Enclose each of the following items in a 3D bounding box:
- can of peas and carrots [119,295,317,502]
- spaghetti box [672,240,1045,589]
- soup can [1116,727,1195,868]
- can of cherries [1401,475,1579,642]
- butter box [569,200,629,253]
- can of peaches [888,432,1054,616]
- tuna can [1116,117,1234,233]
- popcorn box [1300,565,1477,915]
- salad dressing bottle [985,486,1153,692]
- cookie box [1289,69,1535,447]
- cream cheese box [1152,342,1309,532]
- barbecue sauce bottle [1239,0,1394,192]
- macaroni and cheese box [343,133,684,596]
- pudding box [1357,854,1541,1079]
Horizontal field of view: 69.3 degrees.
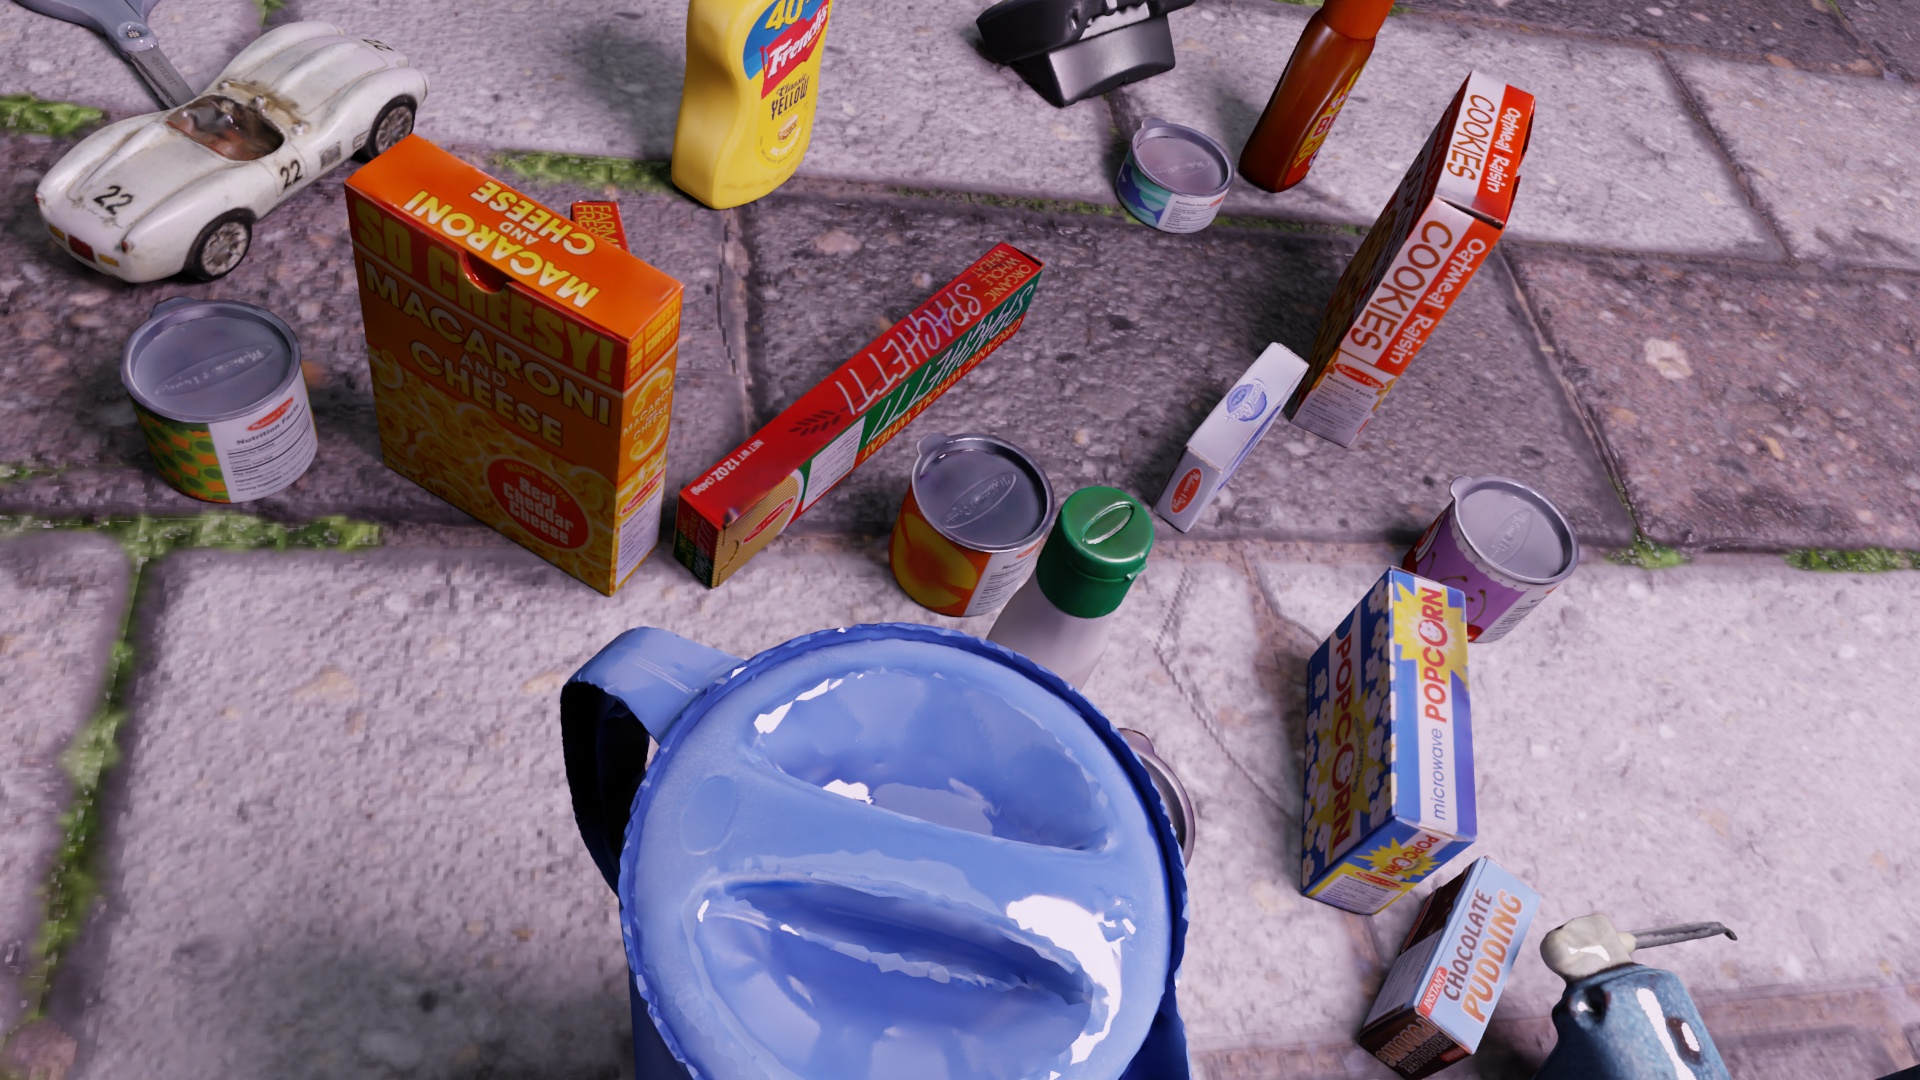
[{"bbox_3d":[-0.313,-0.060,0.587,0.071,0.058,0.071,8,53,-11],"label":"can of peas and carrots"},{"bbox_3d":[-0.043,-0.069,0.678,0.029,0.050,0.251,37,54,12],"label":"spaghetti box"},{"bbox_3d":[0.047,0.122,0.544,0.071,0.083,0.072,8,53,-11],"label":"soup can"},{"bbox_3d":[0.266,0.008,0.706,0.071,0.058,0.072,8,53,-11],"label":"can of cherries"},{"bbox_3d":[-0.169,-0.110,0.669,0.024,0.052,0.104,-7,57,-20],"label":"butter box"},{"bbox_3d":[0.002,-0.008,0.642,0.071,0.057,0.071,8,53,-11],"label":"can of peaches"},{"bbox_3d":[0.129,-0.223,0.851,0.071,0.032,0.071,8,53,-11],"label":"tuna can"},{"bbox_3d":[0.185,0.088,0.608,0.038,0.084,0.127,16,52,-4],"label":"popcorn box"},{"bbox_3d":[0.038,0.035,0.565,0.064,0.146,0.044,-34,70,-33],"label":"salad dressing bottle"},{"bbox_3d":[0.240,-0.148,0.743,0.040,0.166,0.123,26,52,3],"label":"cookie box"},{"bbox_3d":[0.139,-0.054,0.718,0.024,0.053,0.104,36,53,11],"label":"cream cheese box"},{"bbox_3d":[0.221,-0.287,0.851,0.044,0.147,0.065,35,53,10],"label":"barbecue sauce bottle"},{"bbox_3d":[-0.178,-0.062,0.560,0.124,0.165,0.040,29,53,6],"label":"macaroni and cheese box"},{"bbox_3d":[0.202,0.175,0.572,0.030,0.049,0.084,36,53,11],"label":"pudding box"}]
